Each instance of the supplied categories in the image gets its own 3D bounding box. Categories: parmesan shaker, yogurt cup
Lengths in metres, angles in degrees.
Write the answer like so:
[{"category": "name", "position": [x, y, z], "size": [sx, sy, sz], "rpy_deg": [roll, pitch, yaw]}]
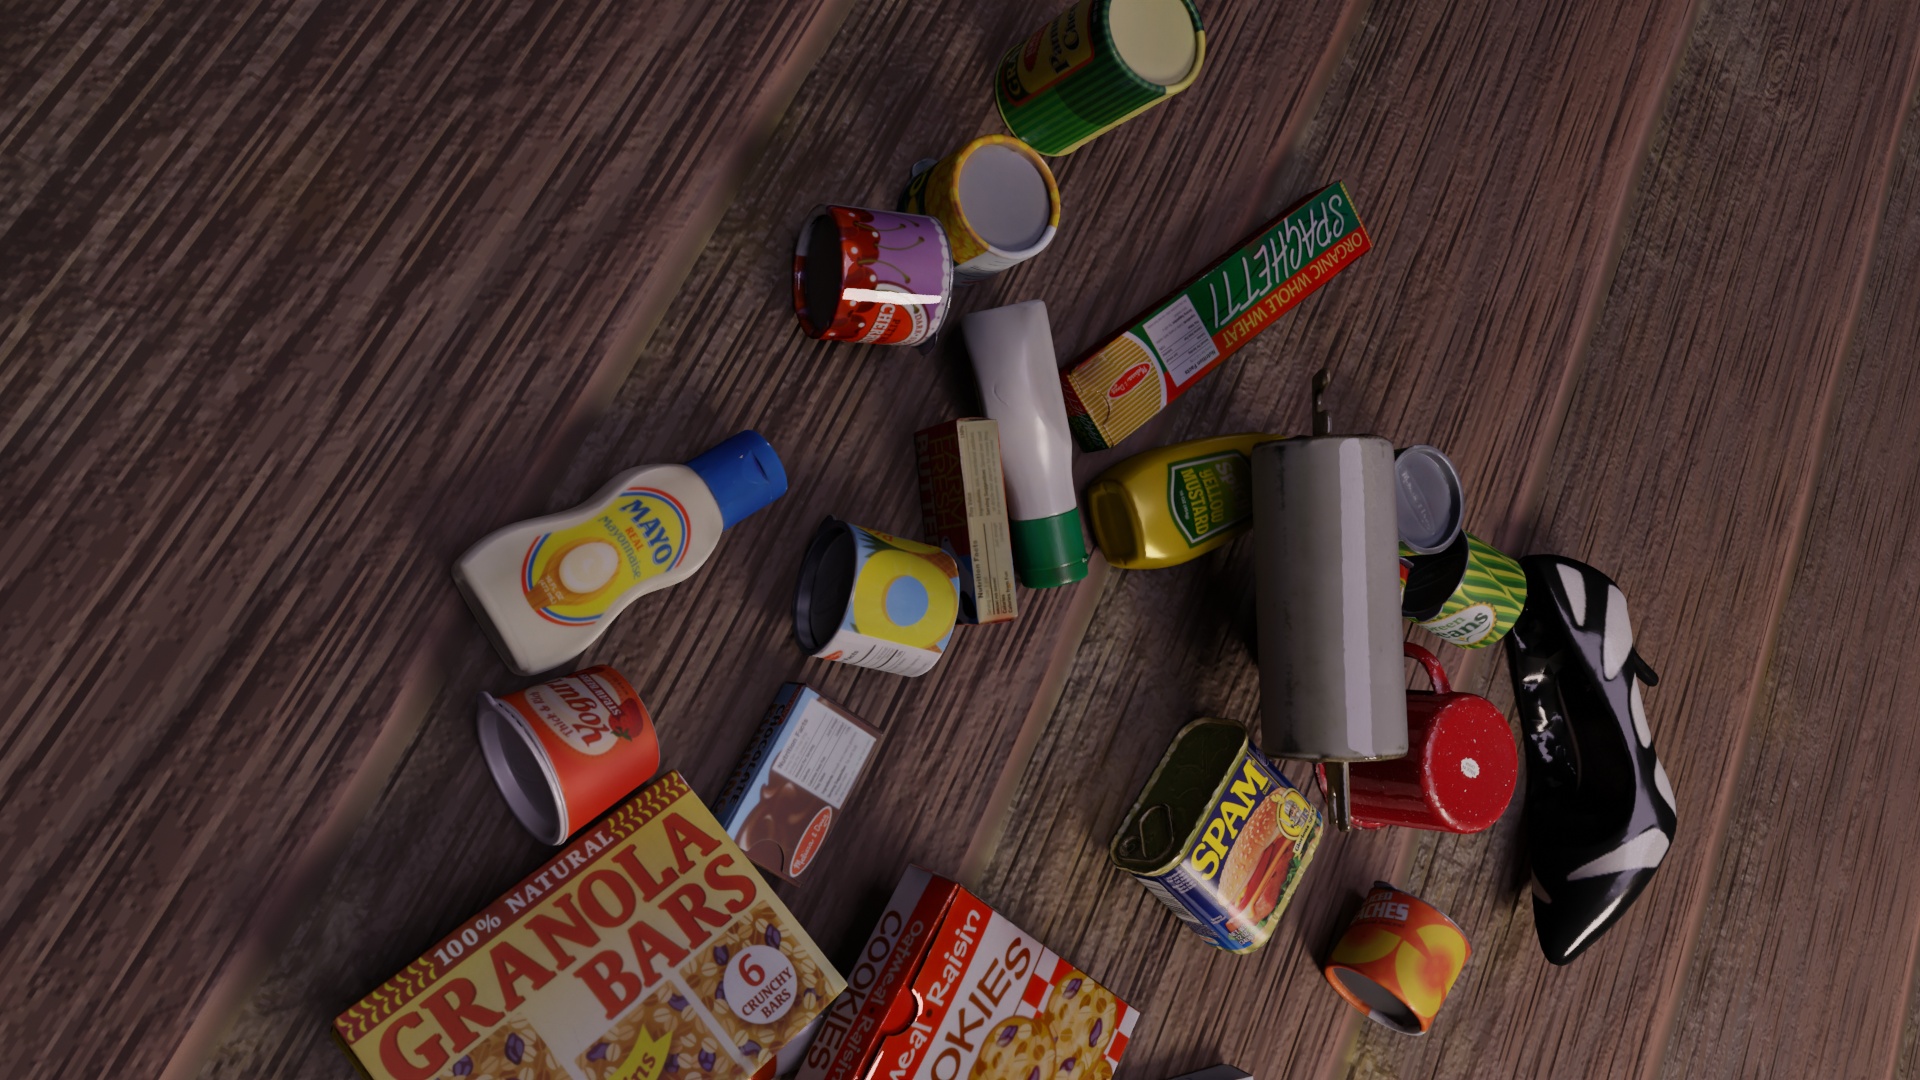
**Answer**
[{"category": "parmesan shaker", "position": [0.074, -0.255, 0.738], "size": [0.071, 0.103, 0.071], "rpy_deg": [3, 84, -29]}, {"category": "yogurt cup", "position": [-0.166, 0.088, 0.594], "size": [0.054, 0.072, 0.072], "rpy_deg": [-27, 99, -37]}]

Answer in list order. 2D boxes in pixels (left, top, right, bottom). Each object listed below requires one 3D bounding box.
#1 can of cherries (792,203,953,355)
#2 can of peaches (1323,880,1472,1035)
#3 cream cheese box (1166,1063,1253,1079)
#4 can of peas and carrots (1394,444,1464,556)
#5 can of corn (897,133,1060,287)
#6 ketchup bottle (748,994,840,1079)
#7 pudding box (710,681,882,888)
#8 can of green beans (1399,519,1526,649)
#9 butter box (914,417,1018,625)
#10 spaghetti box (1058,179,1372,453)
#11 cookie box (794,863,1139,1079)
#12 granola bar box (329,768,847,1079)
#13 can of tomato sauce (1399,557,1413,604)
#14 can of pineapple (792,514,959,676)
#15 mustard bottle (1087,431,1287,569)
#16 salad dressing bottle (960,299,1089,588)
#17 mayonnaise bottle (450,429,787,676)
[{"category": "can of cherries", "position": [-0.044, -0.127, 0.680], "size": [0.058, 0.071, 0.071], "rpy_deg": [0, 86, -29]}, {"category": "can of peaches", "position": [0.255, 0.246, 0.817], "size": [0.071, 0.071, 0.058], "rpy_deg": [48, 66, -17]}, {"category": "cream cheese box", "position": [0.113, 0.323, 0.753], "size": [0.104, 0.024, 0.053], "rpy_deg": [-2, 88, -29]}, {"category": "can of peas and carrots", "position": [0.261, -0.021, 0.849], "size": [0.071, 0.058, 0.071], "rpy_deg": [3, 85, -29]}, {"category": "can of corn", "position": [0.008, -0.173, 0.719], "size": [0.071, 0.058, 0.071], "rpy_deg": [3, 84, -30]}, {"category": "ketchup bottle", "position": [-0.123, 0.233, 0.615], "size": [0.149, 0.043, 0.065], "rpy_deg": [-10, 84, -30]}, {"category": "pudding box", "position": [-0.080, 0.114, 0.659], "size": [0.049, 0.030, 0.084], "rpy_deg": [36, 69, -23]}, {"category": "can of green beans", "position": [0.308, 0.028, 0.866], "size": [0.058, 0.071, 0.071], "rpy_deg": [27, 73, -26]}, {"category": "butter box", "position": [0.003, -0.009, 0.704], "size": [0.024, 0.053, 0.103], "rpy_deg": [-5, 87, -27]}, {"category": "spaghetti box", "position": [0.152, -0.135, 0.814], "size": [0.251, 0.028, 0.050], "rpy_deg": [-37, 104, -27]}, {"category": "cookie box", "position": [0.007, 0.248, 0.665], "size": [0.167, 0.040, 0.123], "rpy_deg": [44, 65, -36]}, {"category": "granola bar box", "position": [-0.148, 0.193, 0.572], "size": [0.166, 0.039, 0.124], "rpy_deg": [-36, 82, -37]}, {"category": "can of tomato sauce", "position": [0.224, 0.050, 0.814], "size": [0.071, 0.071, 0.083], "rpy_deg": [22, 76, -26]}, {"category": "can of pineapple", "position": [-0.041, 0.027, 0.669], "size": [0.058, 0.071, 0.071], "rpy_deg": [16, 78, -28]}, {"category": "mustard bottle", "position": [0.148, -0.032, 0.791], "size": [0.161, 0.048, 0.065], "rpy_deg": [-20, 97, -29]}, {"category": "salad dressing bottle", "position": [0.036, -0.050, 0.727], "size": [0.064, 0.044, 0.147], "rpy_deg": [-38, 117, -73]}, {"category": "mayonnaise bottle", "position": [-0.147, -0.001, 0.625], "size": [0.149, 0.041, 0.064], "rpy_deg": [-34, 100, -27]}]
